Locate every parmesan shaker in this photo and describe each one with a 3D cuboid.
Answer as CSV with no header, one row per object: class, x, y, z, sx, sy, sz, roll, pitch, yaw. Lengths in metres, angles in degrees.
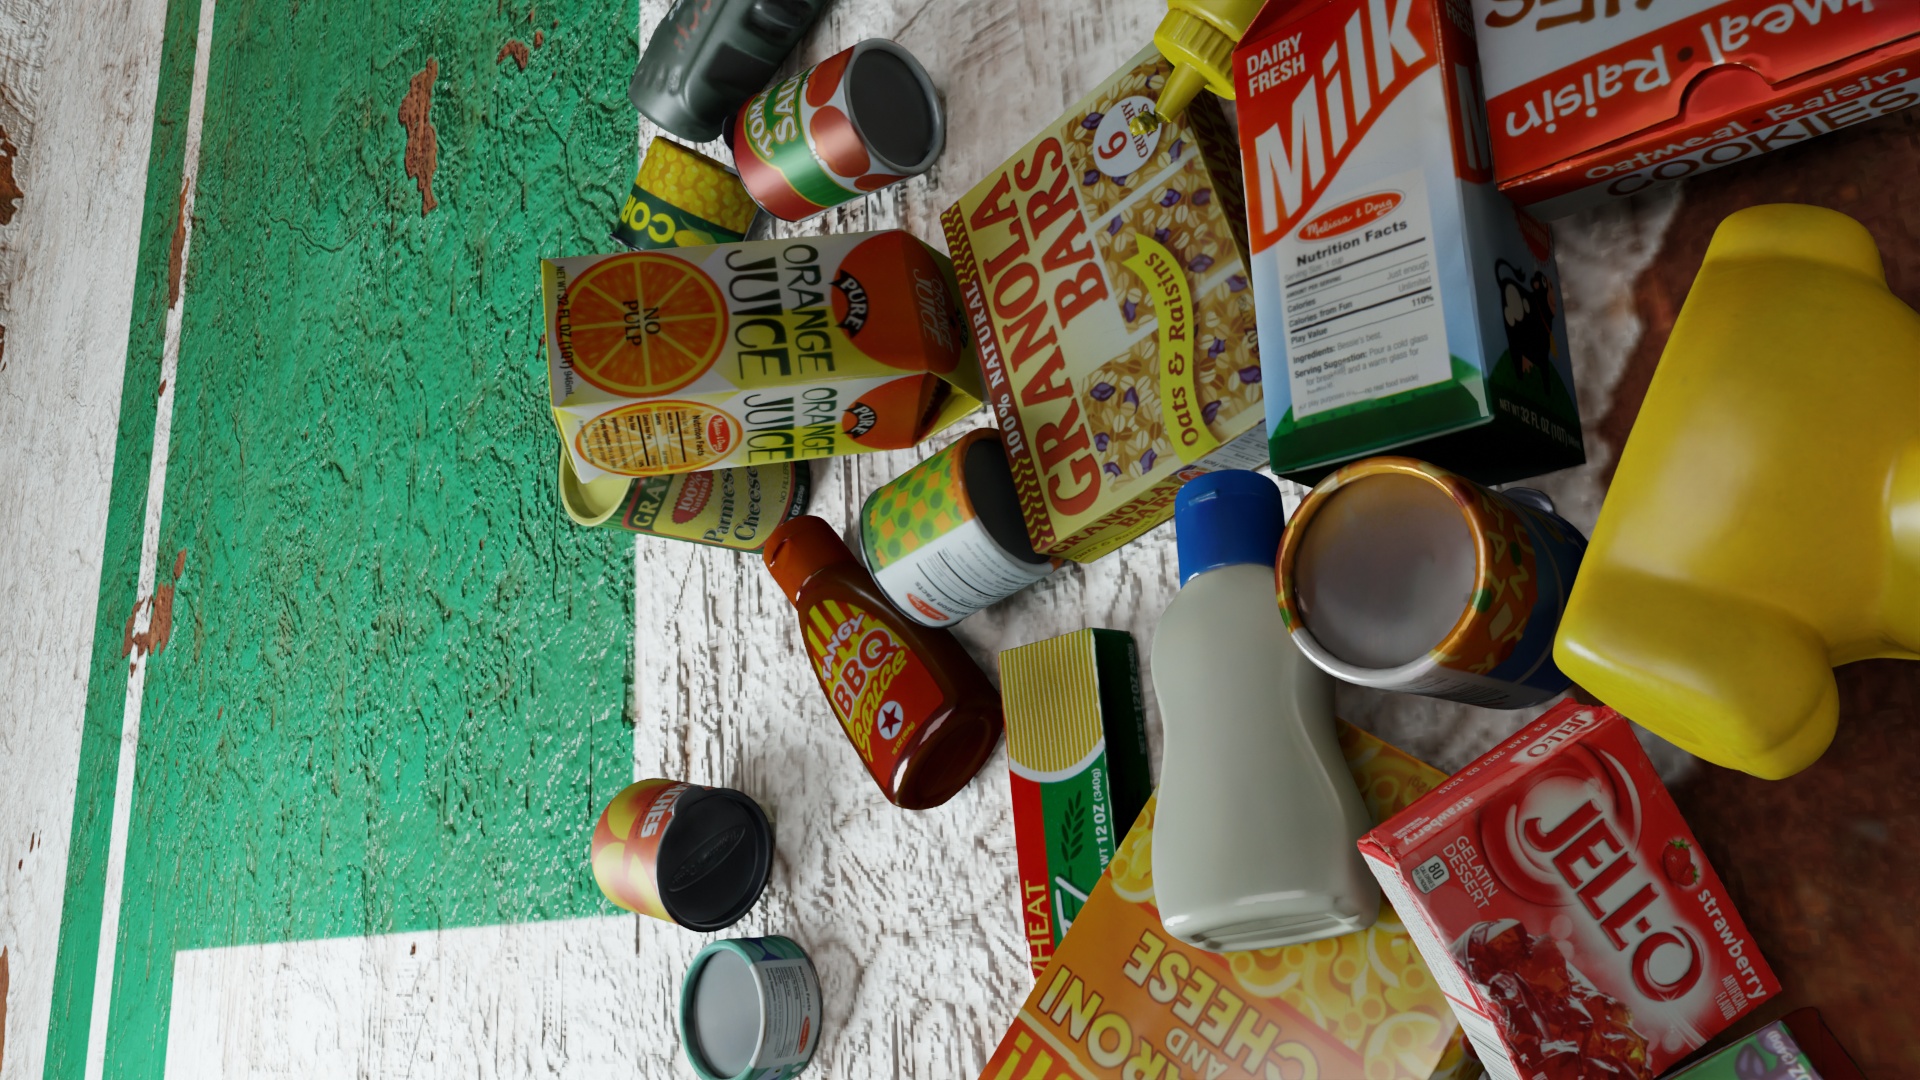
parmesan shaker,-0.131,-0.034,0.676,0.071,0.103,0.071,-11,74,43

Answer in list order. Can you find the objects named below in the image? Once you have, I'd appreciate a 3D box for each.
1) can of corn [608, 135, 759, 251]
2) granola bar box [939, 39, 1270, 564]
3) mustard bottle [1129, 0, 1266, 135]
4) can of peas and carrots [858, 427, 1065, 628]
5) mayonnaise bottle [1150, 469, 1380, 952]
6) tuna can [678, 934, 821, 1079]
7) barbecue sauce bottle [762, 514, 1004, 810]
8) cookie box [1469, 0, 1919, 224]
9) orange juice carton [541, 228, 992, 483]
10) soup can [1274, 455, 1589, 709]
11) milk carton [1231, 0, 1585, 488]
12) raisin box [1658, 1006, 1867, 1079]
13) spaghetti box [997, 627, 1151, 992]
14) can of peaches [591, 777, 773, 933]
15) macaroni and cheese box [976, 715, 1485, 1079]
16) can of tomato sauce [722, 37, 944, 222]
can of corn,-0.147,-0.178,0.747,0.071,0.071,0.058,38,107,42
granola bar box,0.064,-0.091,0.545,0.123,0.039,0.166,-32,60,34
mustard bottle,0.114,-0.208,0.494,0.160,0.065,0.049,-54,51,10
can of peas and carrots,0.002,-0.007,0.568,0.058,0.071,0.071,-30,61,36
mayonnaise bottle,0.089,0.048,0.432,0.064,0.041,0.149,-20,52,31
tuna can,-0.099,0.216,0.638,0.071,0.033,0.071,-11,73,42
barbecue sauce bottle,-0.040,0.046,0.612,0.064,0.044,0.149,-57,48,20
cookie box,0.206,-0.189,0.391,0.122,0.040,0.168,-14,72,41
orange juice carton,-0.075,-0.081,0.600,0.072,0.193,0.072,105,156,-66
soup can,0.144,0.011,0.412,0.071,0.084,0.071,-12,72,42
milk carton,0.141,-0.113,0.452,0.073,0.072,0.191,-15,72,41
raisin box,0.191,0.190,0.358,0.123,0.040,0.086,-46,54,26
spaghetti box,0.051,0.157,0.508,0.050,0.029,0.250,-20,67,40
can of peaches,-0.134,0.146,0.662,0.058,0.071,0.071,-3,79,45
macaroni and cheese box,0.096,0.139,0.431,0.124,0.040,0.166,29,85,44
can of tomato sauce,-0.061,-0.197,0.668,0.083,0.071,0.071,-8,75,43
